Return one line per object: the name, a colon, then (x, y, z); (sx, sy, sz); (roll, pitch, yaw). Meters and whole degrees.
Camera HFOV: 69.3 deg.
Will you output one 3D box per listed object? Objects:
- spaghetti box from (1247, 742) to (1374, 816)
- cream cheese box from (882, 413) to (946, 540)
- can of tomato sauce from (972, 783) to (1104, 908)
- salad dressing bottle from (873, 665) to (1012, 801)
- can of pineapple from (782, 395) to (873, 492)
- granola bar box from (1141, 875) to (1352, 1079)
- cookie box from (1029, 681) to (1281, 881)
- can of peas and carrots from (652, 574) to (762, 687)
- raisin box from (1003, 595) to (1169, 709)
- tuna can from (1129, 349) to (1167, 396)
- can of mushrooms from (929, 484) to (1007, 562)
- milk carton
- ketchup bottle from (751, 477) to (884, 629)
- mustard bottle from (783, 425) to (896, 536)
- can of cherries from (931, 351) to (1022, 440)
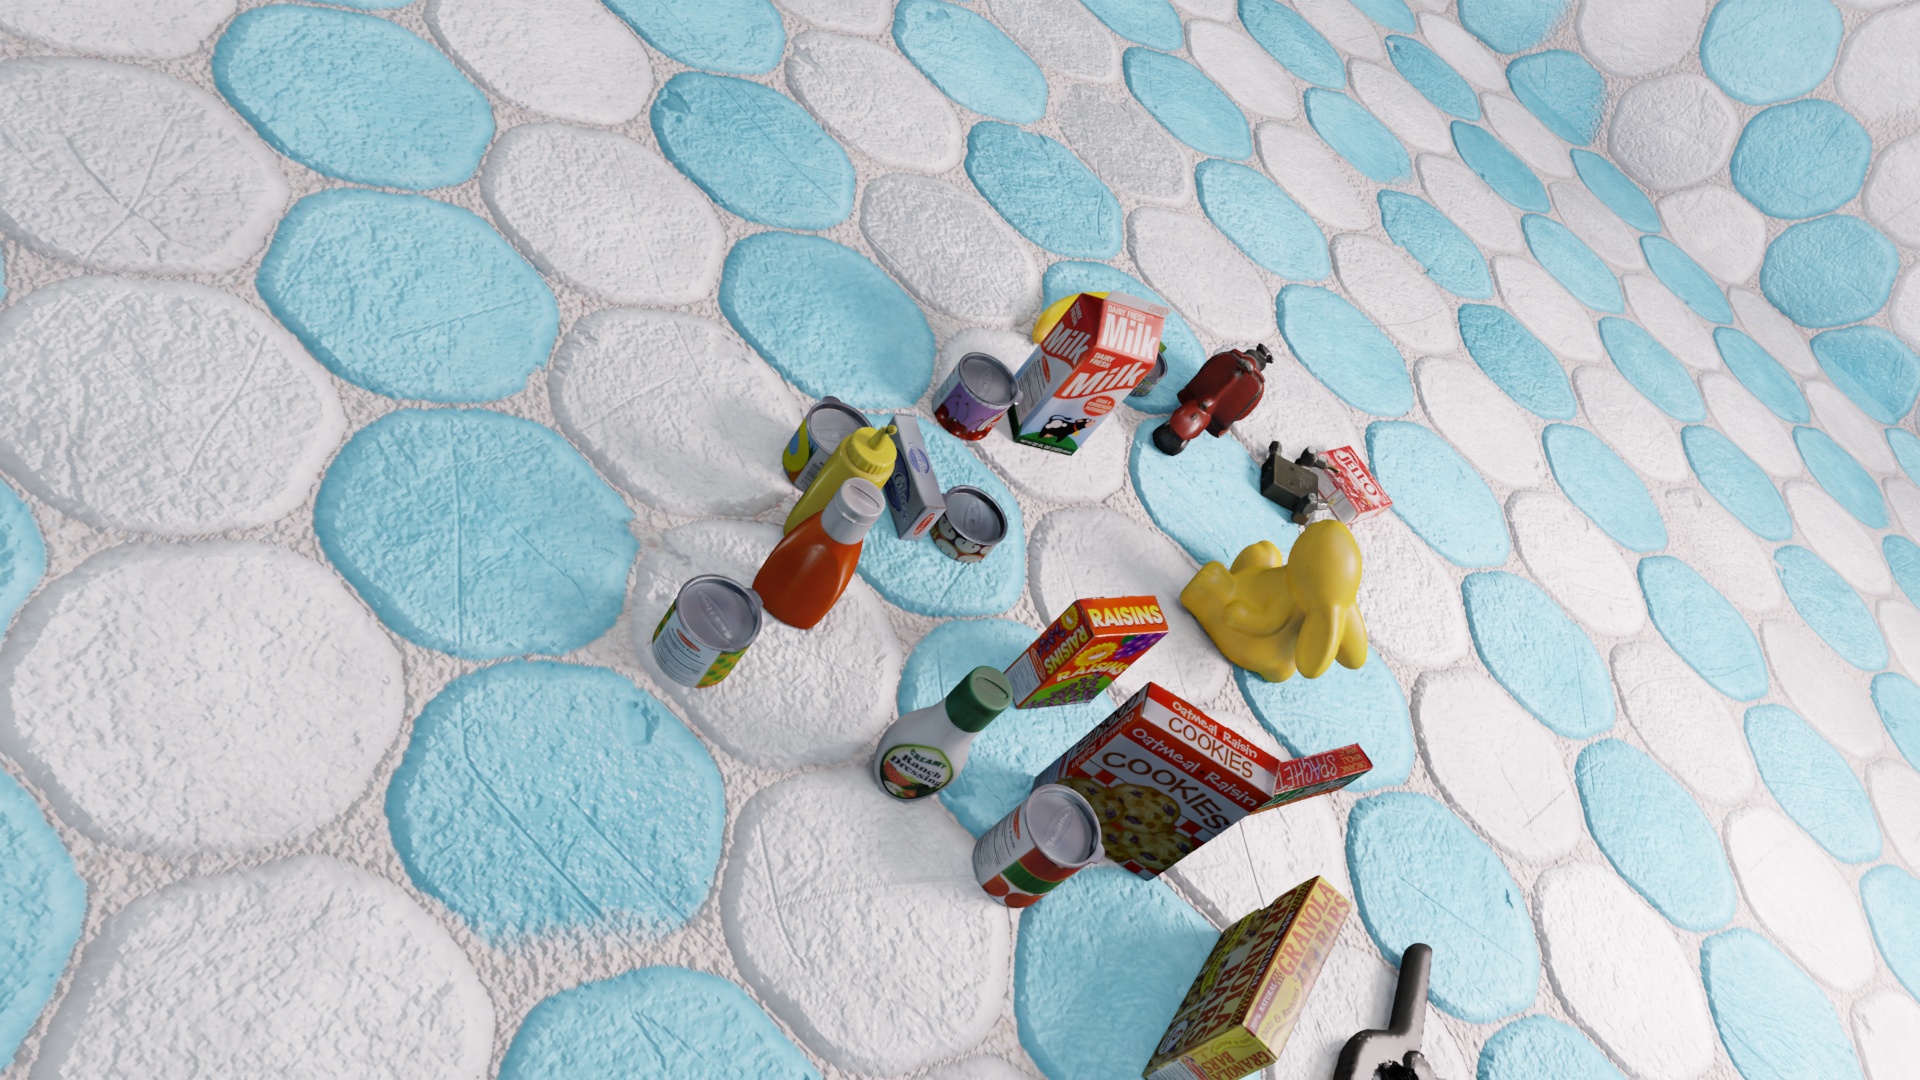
spaghetti box: (0.269, 0.221, 1.231); (0.251, 0.050, 0.029); (-5, 59, -37)
cream cheese box: (-0.048, -0.056, 1.235); (0.024, 0.053, 0.104); (2, 55, -34)
can of tomato sauce: (0.059, 0.233, 1.052); (0.071, 0.082, 0.071); (19, 47, -22)
salad dressing bottle: (-0.013, 0.143, 1.029); (0.064, 0.147, 0.044); (31, 44, -10)
can of pineapple: (-0.114, -0.080, 1.206); (0.071, 0.057, 0.071); (19, 47, -22)
granola bar box: (0.216, 0.338, 1.046); (0.039, 0.123, 0.166); (44, 43, 4)
cookie box: (0.148, 0.191, 1.087); (0.123, 0.166, 0.040); (32, 44, -9)
can of peas and carrots: (-0.187, 0.067, 1.035); (0.071, 0.058, 0.071); (19, 47, -22)
raisin box: (0.105, 0.094, 1.168); (0.086, 0.122, 0.040); (0, 57, -35)
tuna can: (0.192, -0.190, 1.525); (0.071, 0.032, 0.071); (19, 47, -22)
can of mushrooms: (0.004, -0.016, 1.253); (0.071, 0.033, 0.071); (19, 47, -22)
milk carton: (0.123, -0.171, 1.347); (0.072, 0.189, 0.074); (11, 50, -28)
ketchup bottle: (-0.106, 0.009, 1.072); (0.065, 0.148, 0.044); (36, 43, -5)
mustard bottle: (-0.090, -0.048, 1.122); (0.049, 0.159, 0.066); (41, 43, 0)
can of cherries: (0.016, -0.137, 1.341); (0.071, 0.058, 0.072); (19, 47, -22)
